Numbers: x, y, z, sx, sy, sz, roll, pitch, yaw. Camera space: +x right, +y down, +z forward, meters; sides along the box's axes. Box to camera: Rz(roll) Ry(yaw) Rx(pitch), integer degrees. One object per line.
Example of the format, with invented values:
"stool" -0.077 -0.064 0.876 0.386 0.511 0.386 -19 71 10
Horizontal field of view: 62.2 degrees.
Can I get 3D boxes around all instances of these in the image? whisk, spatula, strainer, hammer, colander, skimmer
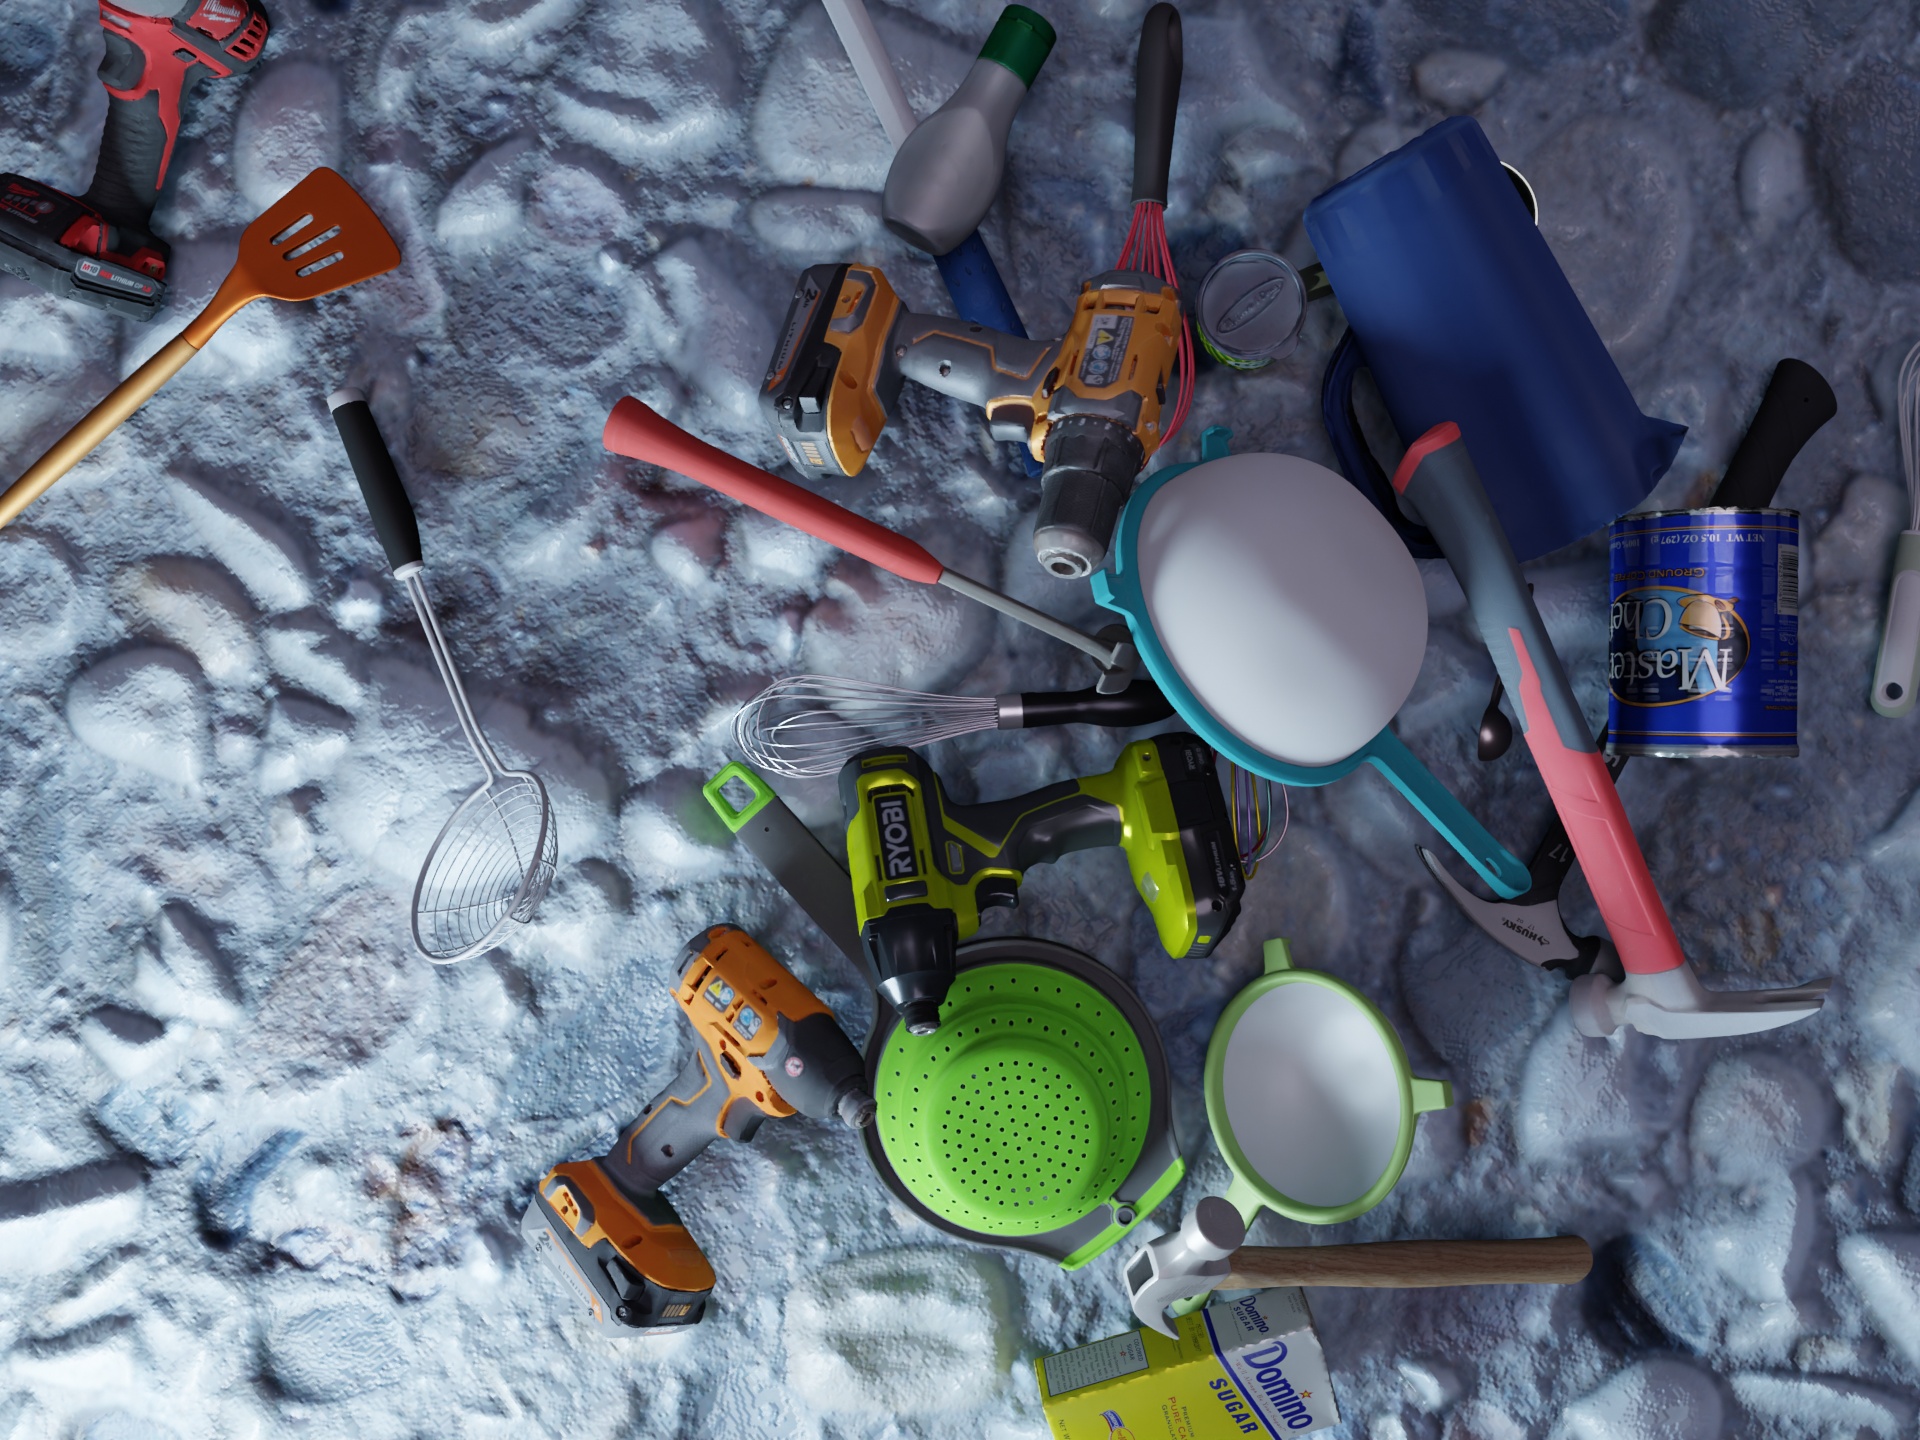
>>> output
"whisk" 0.115 -0.299 0.984 0.073 0.073 0.296 4 87 1
"spatula" -0.502 -0.224 1.013 0.322 0.041 0.081 -39 91 6
"strainer" 0.242 -0.031 0.920 0.340 0.211 0.095 45 137 -7
"whisk" 0.175 -0.022 1.004 0.047 0.051 0.245 -1 87 -34
"strainer" 0.208 0.272 0.996 0.152 0.069 0.256 43 118 41
"hammer" -0.056 -0.108 0.962 0.359 0.149 0.036 26 99 6
"hammer" -0.029 -0.341 0.993 0.144 0.035 0.405 -25 92 1
"hammer" 0.353 0.008 0.897 0.143 0.038 0.386 -16 104 45
"colander" -0.022 0.182 0.983 0.204 0.094 0.397 -42 91 2
"hammer" 0.244 0.325 0.947 0.331 0.031 0.130 8 137 -26
"skimmer" -0.341 -0.033 0.982 0.127 0.090 0.363 -21 89 33
"whisk" 0.599 -0.123 0.988 0.058 0.059 0.246 12 98 39
"whisk" -0.002 -0.004 0.997 0.284 0.070 0.070 -4 92 -3
"hammer" 0.434 -0.038 0.999 0.149 0.036 0.409 27 92 1

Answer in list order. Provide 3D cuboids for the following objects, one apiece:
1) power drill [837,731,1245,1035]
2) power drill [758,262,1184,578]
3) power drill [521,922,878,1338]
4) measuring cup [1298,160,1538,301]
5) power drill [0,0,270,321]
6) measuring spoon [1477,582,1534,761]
"power drill" 0.047 0.092 0.953 0.223 0.080 0.171 -7 63 -6
"power drill" 0.003 -0.175 0.912 0.226 0.084 0.185 8 68 17
"power drill" -0.153 0.259 0.967 0.164 0.084 0.226 34 93 34
"measuring cup" 0.274 -0.293 0.996 0.167 0.038 0.083 -17 97 18
"power drill" -0.504 -0.361 0.948 0.078 0.143 0.219 26 95 2
"measuring spoon" 0.345 -0.030 0.989 0.018 0.034 0.124 12 71 29
